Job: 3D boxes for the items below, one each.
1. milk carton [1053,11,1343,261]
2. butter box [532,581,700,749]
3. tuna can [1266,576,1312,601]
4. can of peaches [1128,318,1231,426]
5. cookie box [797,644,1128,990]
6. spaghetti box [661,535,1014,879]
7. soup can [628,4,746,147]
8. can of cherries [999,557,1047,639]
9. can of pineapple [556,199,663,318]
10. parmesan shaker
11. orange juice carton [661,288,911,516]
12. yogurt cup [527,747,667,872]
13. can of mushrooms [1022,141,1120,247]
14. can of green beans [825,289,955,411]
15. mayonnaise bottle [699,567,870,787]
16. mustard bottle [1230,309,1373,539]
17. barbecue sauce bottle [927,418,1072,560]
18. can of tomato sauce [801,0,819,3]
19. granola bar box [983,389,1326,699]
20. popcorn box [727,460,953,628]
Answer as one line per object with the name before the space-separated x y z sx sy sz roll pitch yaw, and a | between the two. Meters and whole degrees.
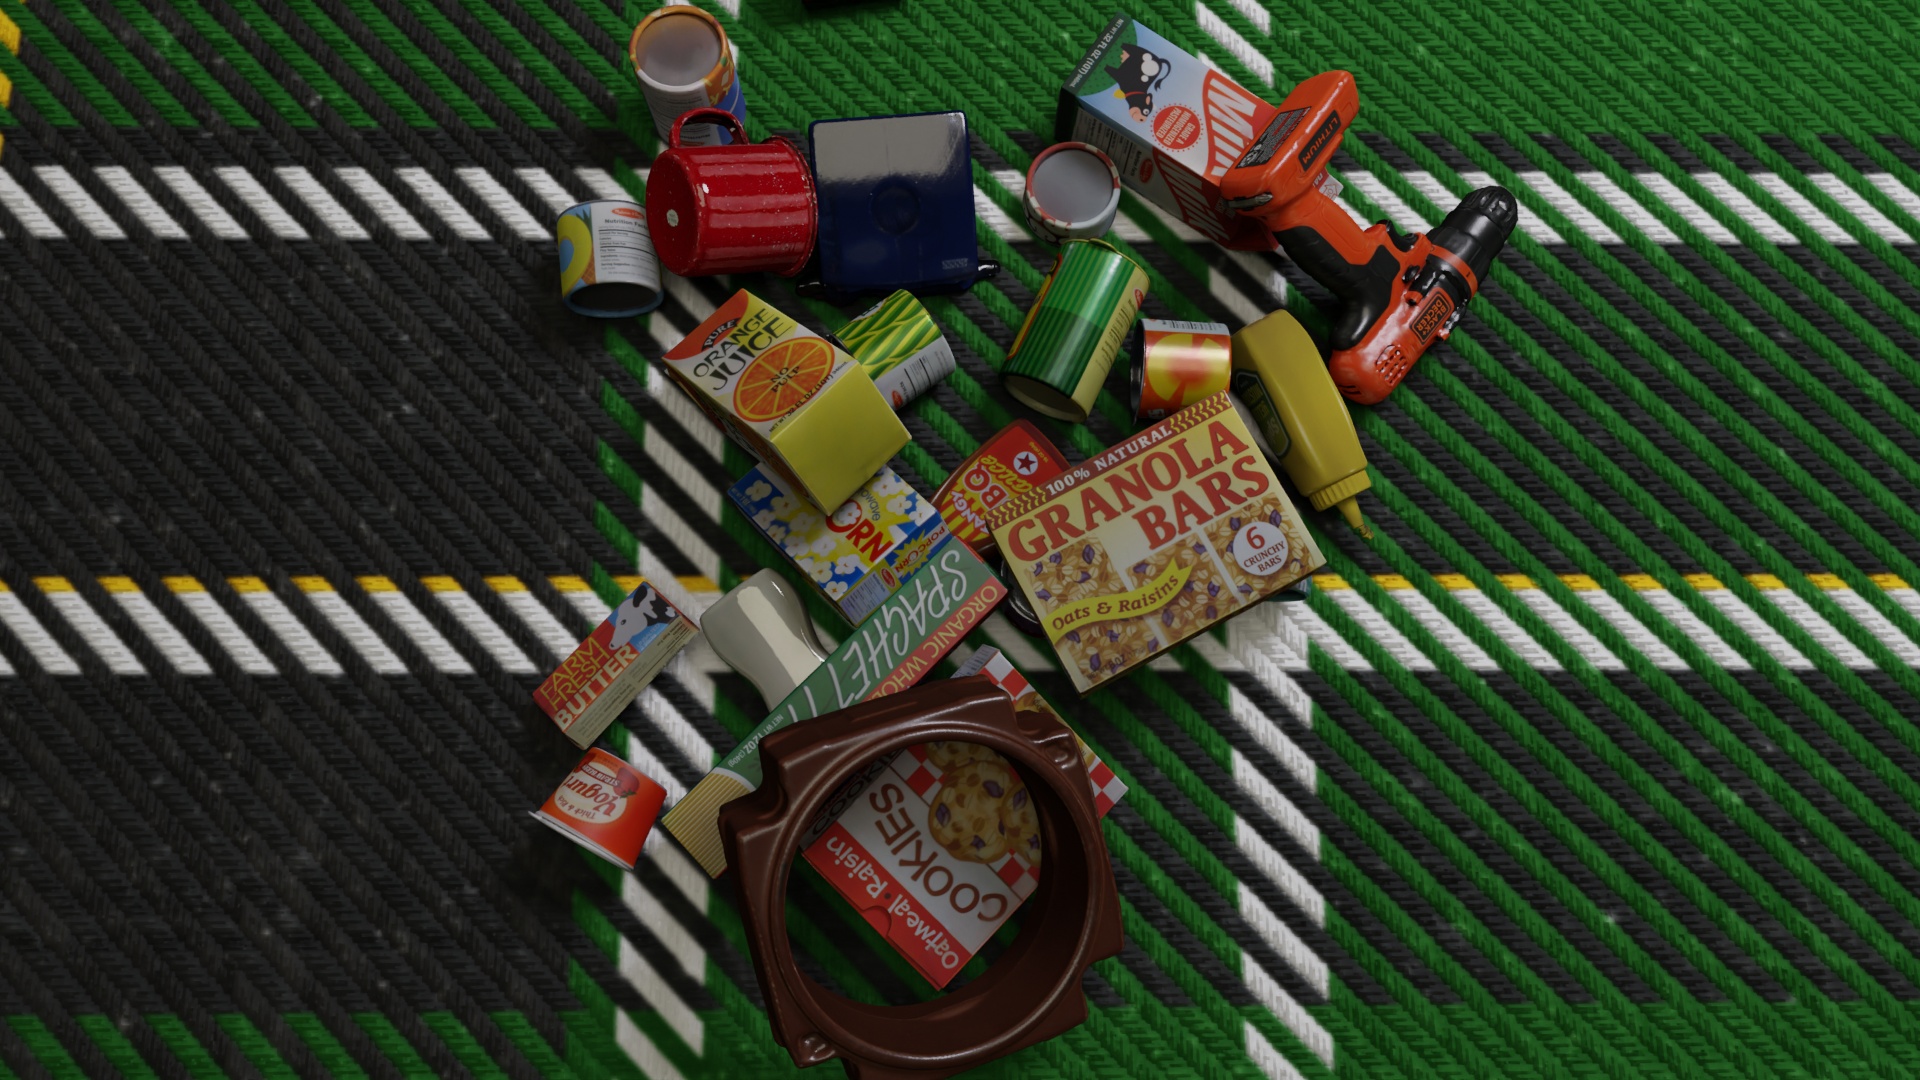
milk carton | 0.163 -0.268 0.948 0.191 0.073 0.072 35 80 6
butter box | -0.217 0.077 0.873 0.104 0.024 0.053 -47 44 -10
tuna can | 0.193 0.017 0.885 0.071 0.071 0.033 8 79 1
can of peaches | 0.144 -0.109 0.916 0.058 0.071 0.071 2 77 -1
cookie box | 0.001 0.166 0.843 0.168 0.040 0.123 -45 102 -10
spaghetti box | -0.073 0.099 0.838 0.250 0.028 0.050 -44 83 -2
soup can | -0.184 -0.316 0.947 0.071 0.083 0.071 0 77 -1
can of cherries | 0.060 0.028 0.886 0.071 0.058 0.071 0 76 -1
can of pineapple | -0.234 -0.186 0.927 0.071 0.071 0.058 -7 78 -3
parmesan shaker | 0.074 -0.139 0.917 0.071 0.071 0.103 25 78 5
orange juice carton | -0.121 -0.098 0.878 0.072 0.072 0.193 -44 44 -10
yogurt cup | -0.216 0.163 0.848 0.072 0.072 0.054 28 71 5
can of mushrooms | 0.075 -0.241 0.960 0.071 0.033 0.071 0 78 -1
can of green beans | -0.045 -0.123 0.914 0.058 0.071 0.071 -35 80 -9
mayonnaise bottle | -0.099 0.092 0.878 0.065 0.041 0.148 -37 82 -3
mustard bottle | 0.229 -0.071 0.910 0.049 0.065 0.160 -26 83 -7
barbecue sauce bottle | 0.003 -0.011 0.901 0.149 0.043 0.065 -40 79 -9
can of tomato sauce | -0.077 -0.419 0.980 0.083 0.071 0.071 -10 78 -4
granola bar box | 0.115 0.002 0.838 0.166 0.039 0.124 -27 77 -4
popcorn box | -0.077 -0.016 0.879 0.085 0.038 0.127 -42 56 -10
